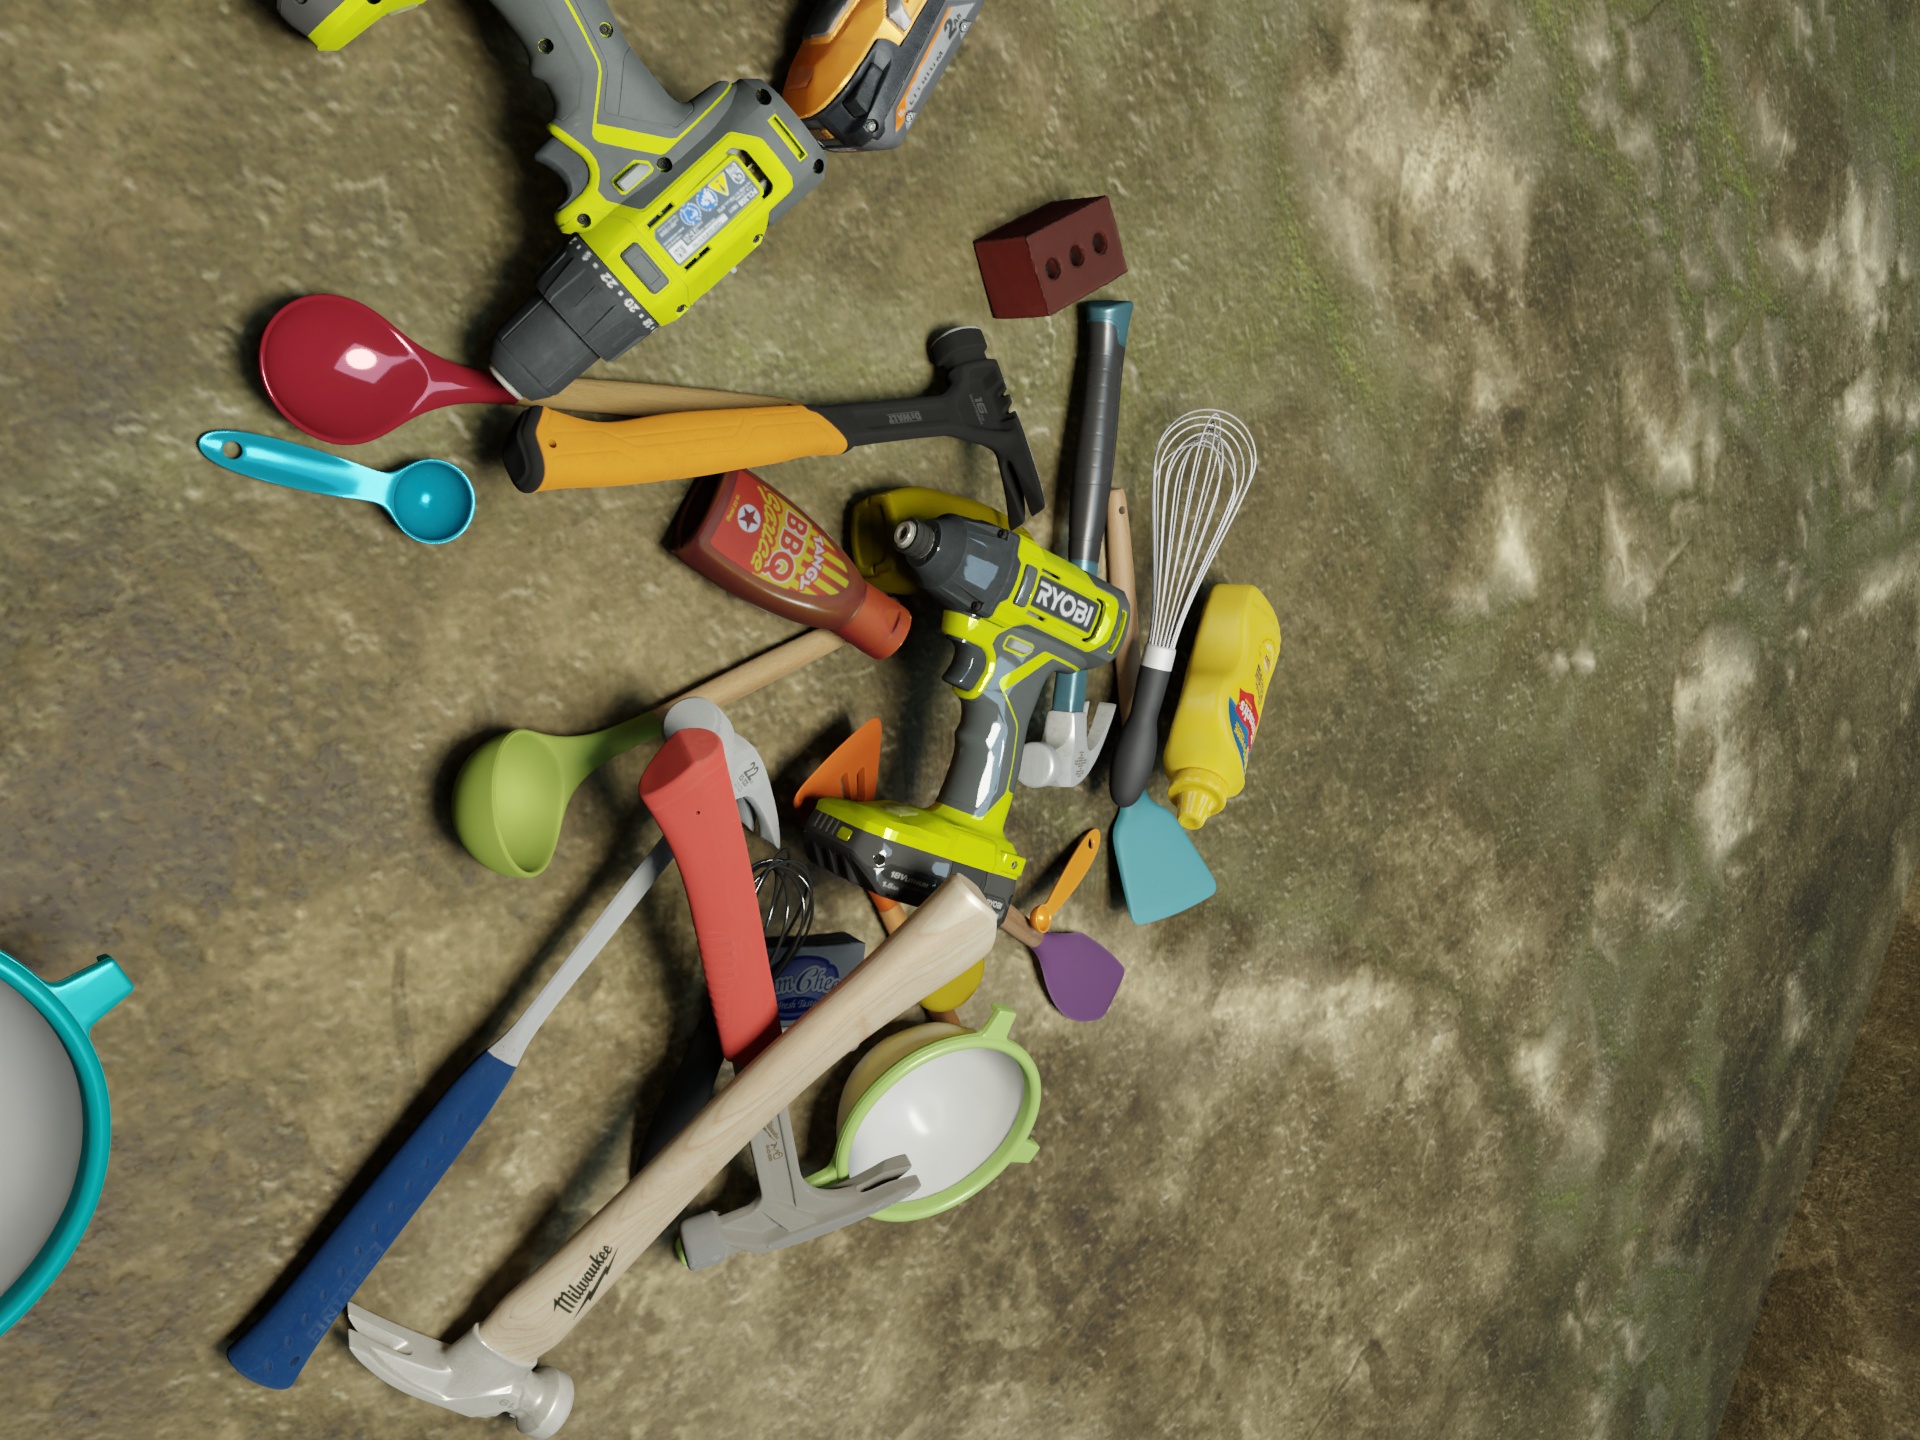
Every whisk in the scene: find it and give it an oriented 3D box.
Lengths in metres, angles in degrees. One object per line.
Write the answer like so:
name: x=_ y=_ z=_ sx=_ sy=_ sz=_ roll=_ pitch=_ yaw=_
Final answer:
whisk: x=0.147 y=-0.075 z=1.109 sx=0.070 sy=0.070 sz=0.284 roll=5 pitch=101 yaw=-42
whisk: x=-0.144 y=0.181 z=0.934 sx=0.055 sy=0.055 sz=0.239 roll=11 pitch=109 yaw=-42

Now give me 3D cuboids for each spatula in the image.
spatula: x=-0.034 y=0.141 z=1.047 sx=0.081 sy=0.041 sz=0.322 roll=-45 pitch=128 yaw=-31
spatula: x=0.038 y=0.144 z=1.106 sx=0.315 sy=0.018 sz=0.060 roll=43 pitch=71 yaw=-47
spatula: x=0.132 y=-0.011 z=1.155 sx=0.082 sy=0.044 sz=0.317 roll=-17 pitch=111 yaw=-29

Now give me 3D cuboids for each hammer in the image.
hammer: x=-0.110 y=0.161 z=0.888 sx=0.149 sy=0.037 sz=0.358 roll=-16 pitch=124 yaw=-16
hammer: x=-0.237 y=0.175 z=0.858 sx=0.405 sy=0.035 sz=0.144 roll=-53 pitch=157 yaw=-12
hammer: x=-0.093 y=-0.152 z=0.884 sx=0.337 sy=0.034 sz=0.127 roll=-15 pitch=81 yaw=-41
hammer: x=0.084 y=-0.120 z=1.068 sx=0.128 sy=0.033 sz=0.331 roll=3 pitch=93 yaw=-69
hammer: x=-0.145 y=0.228 z=0.867 sx=0.410 sy=0.038 sz=0.146 roll=-44 pitch=126 yaw=4

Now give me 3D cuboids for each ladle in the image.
ladle: x=-0.145 y=-0.006 z=0.904 sx=0.320 sy=0.062 sz=0.078 roll=-30 pitch=122 yaw=-36
ladle: x=-0.207 y=-0.172 z=0.827 sx=0.315 sy=0.031 sz=0.069 roll=-5 pitch=99 yaw=-43

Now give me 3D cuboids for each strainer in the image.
strainer: x=-0.483 y=0.228 z=0.637 sx=0.210 sy=0.095 sz=0.340 roll=15 pitch=92 yaw=-40
strainer: x=-0.072 y=0.273 z=1.041 sx=0.256 sy=0.069 sz=0.151 roll=-23 pitch=128 yaw=-17

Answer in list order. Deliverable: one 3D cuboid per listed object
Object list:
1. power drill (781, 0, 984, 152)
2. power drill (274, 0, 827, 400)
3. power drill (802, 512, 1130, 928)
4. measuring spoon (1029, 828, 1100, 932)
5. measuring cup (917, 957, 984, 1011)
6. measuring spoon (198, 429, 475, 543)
power drill: x=-0.116 y=-0.387 z=0.821 sx=0.226 sy=0.084 sz=0.185 roll=33 pitch=86 yaw=-37
power drill: x=-0.200 y=-0.280 z=0.737 sx=0.190 sy=0.080 sz=0.228 roll=-41 pitch=119 yaw=2
power drill: x=-0.001 y=-0.003 z=0.940 sx=0.171 sy=0.080 sz=0.223 roll=22 pitch=87 yaw=-41
measuring spoon: x=0.075 y=0.112 z=1.136 sx=0.117 sy=0.011 sz=0.021 roll=-50 pitch=126 yaw=-48
measuring cup: x=-0.048 y=0.187 z=1.017 sx=0.156 sy=0.029 sz=0.062 roll=-32 pitch=128 yaw=-26
measuring spoon: x=-0.300 y=-0.117 z=0.769 sx=0.128 sy=0.021 sz=0.042 roll=13 pitch=91 yaw=-33
